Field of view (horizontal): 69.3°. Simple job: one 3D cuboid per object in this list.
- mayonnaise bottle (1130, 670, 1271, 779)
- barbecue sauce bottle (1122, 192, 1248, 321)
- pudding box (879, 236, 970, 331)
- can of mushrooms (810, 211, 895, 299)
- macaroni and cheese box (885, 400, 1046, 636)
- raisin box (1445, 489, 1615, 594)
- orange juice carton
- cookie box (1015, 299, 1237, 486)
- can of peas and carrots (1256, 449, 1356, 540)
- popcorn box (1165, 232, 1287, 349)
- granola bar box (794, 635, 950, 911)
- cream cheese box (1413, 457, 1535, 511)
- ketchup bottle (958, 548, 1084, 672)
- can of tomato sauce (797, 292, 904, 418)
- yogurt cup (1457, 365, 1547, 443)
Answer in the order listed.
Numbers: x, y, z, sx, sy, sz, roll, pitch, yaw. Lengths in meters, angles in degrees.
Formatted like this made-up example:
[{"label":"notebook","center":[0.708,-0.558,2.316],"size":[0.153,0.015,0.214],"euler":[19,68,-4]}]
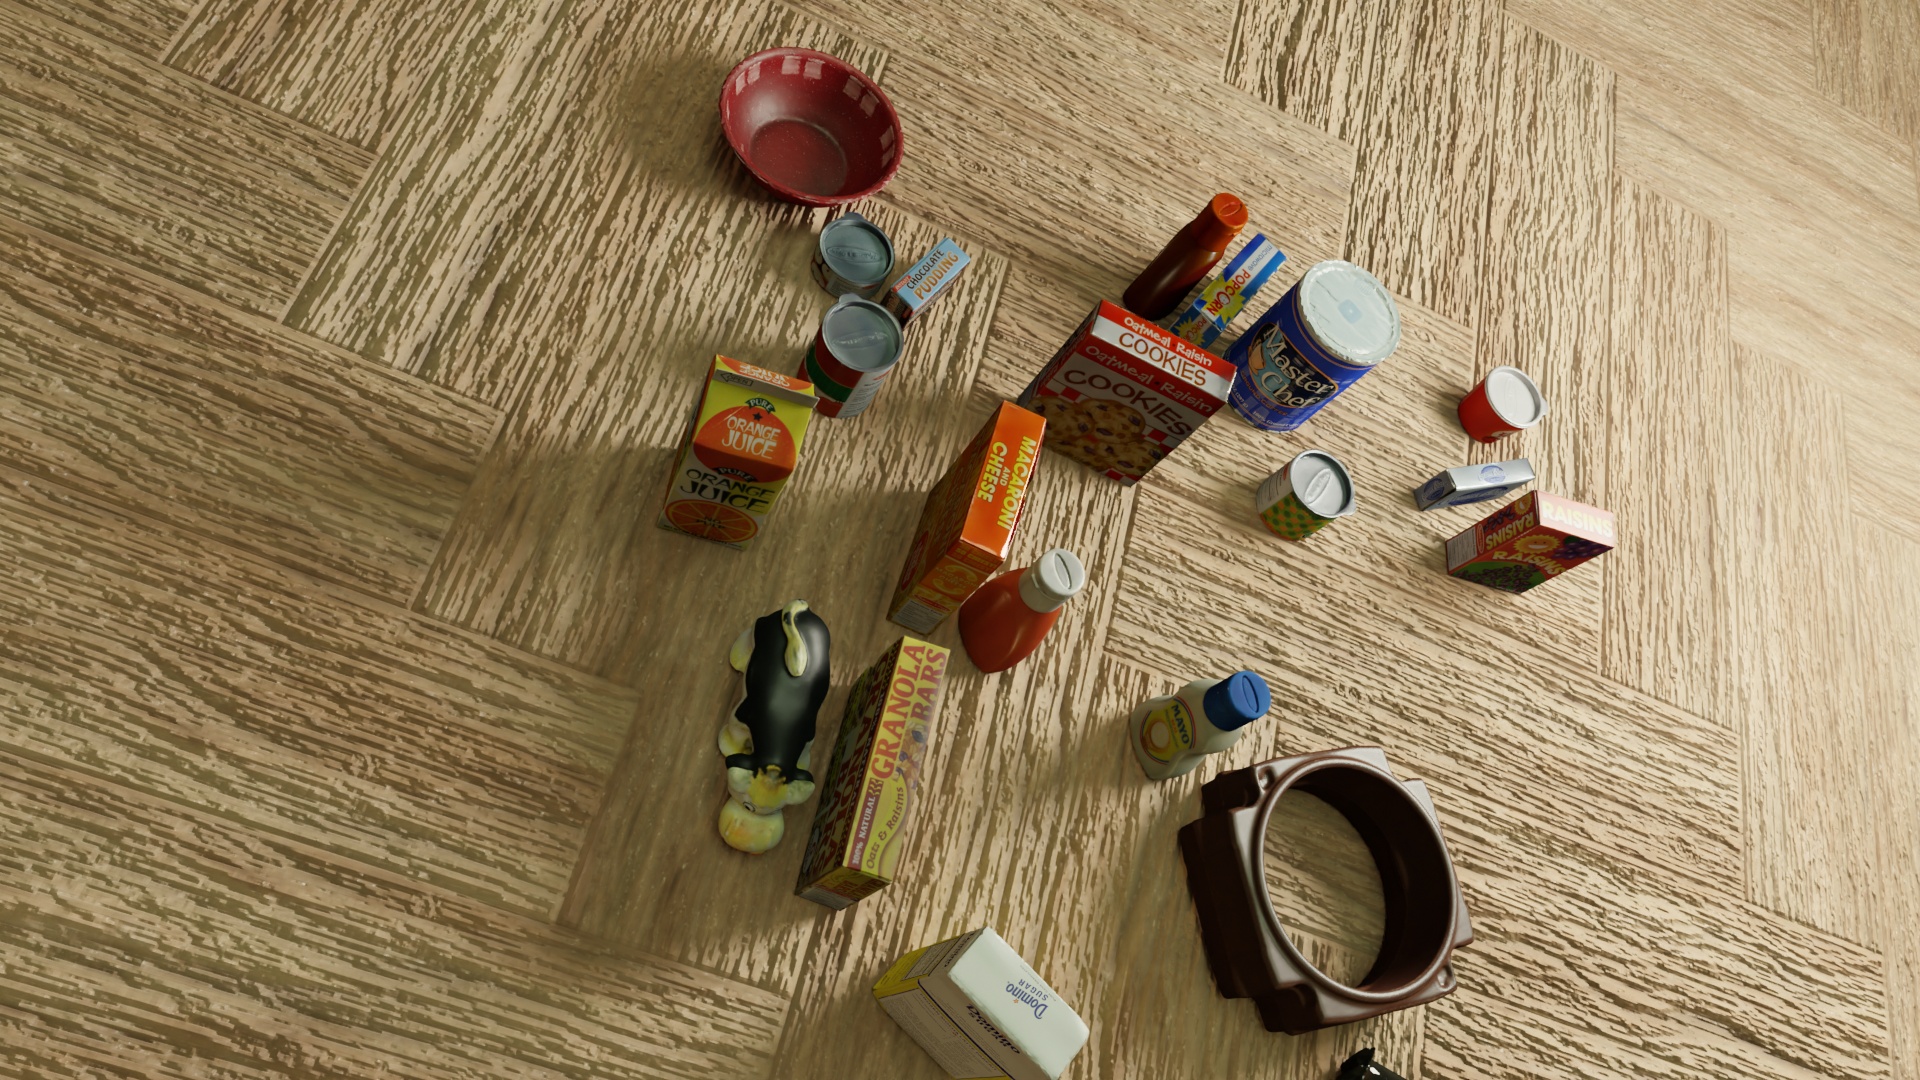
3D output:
[{"label":"mayonnaise bottle","center":[0.181,0.137,1.058],"size":[0.041,0.147,0.065],"euler":[-7,71,-25]},{"label":"barbecue sauce bottle","center":[0.203,-0.252,1.239],"size":[0.065,0.148,0.044],"euler":[-29,81,-30]},{"label":"pudding box","center":[-0.033,-0.217,1.184],"size":[0.030,0.049,0.084],"euler":[43,59,0]},{"label":"can of mushrooms","center":[-0.092,-0.241,1.180],"size":[0.071,0.033,0.071],"euler":[9,65,-19]},{"label":"macaroni and cheese box","center":[0.004,-0.013,1.041],"size":[0.040,0.165,0.124],"euler":[24,61,-11]},{"label":"raisin box","center":[0.519,0.003,1.269],"size":[0.086,0.123,0.040],"euler":[15,63,-16]},{"label":"orange juice carton","center":[-0.158,-0.067,0.984],"size":[0.072,0.191,0.073],"euler":[16,63,-15]},{"label":"cookie box","center":[0.129,-0.117,1.137],"size":[0.123,0.166,0.040],"euler":[25,61,-11]},{"label":"can of peas and carrots","center":[0.309,-0.038,1.239],"size":[0.071,0.058,0.071],"euler":[9,65,-19]},{"label":"popcorn box","center":[0.236,-0.216,1.273],"size":[0.038,0.085,0.127],"euler":[43,59,0]},{"label":"granola bar box","center":[-0.063,0.162,0.961],"size":[0.039,0.123,0.166],"euler":[21,61,-13]},{"label":"cream cheese box","center":[0.489,-0.053,1.322],"size":[0.104,0.053,0.024],"euler":[-8,71,-25]},{"label":"ketchup bottle","center":[0.045,0.050,1.040],"size":[0.044,0.148,0.065],"euler":[-12,73,-26]},{"label":"can of tomato sauce","center":[-0.090,-0.146,1.110],"size":[0.071,0.082,0.071],"euler":[9,65,-19]},{"label":"yogurt cup","center":[0.531,-0.131,1.374],"size":[0.072,0.053,0.072],"euler":[9,65,-19]}]
